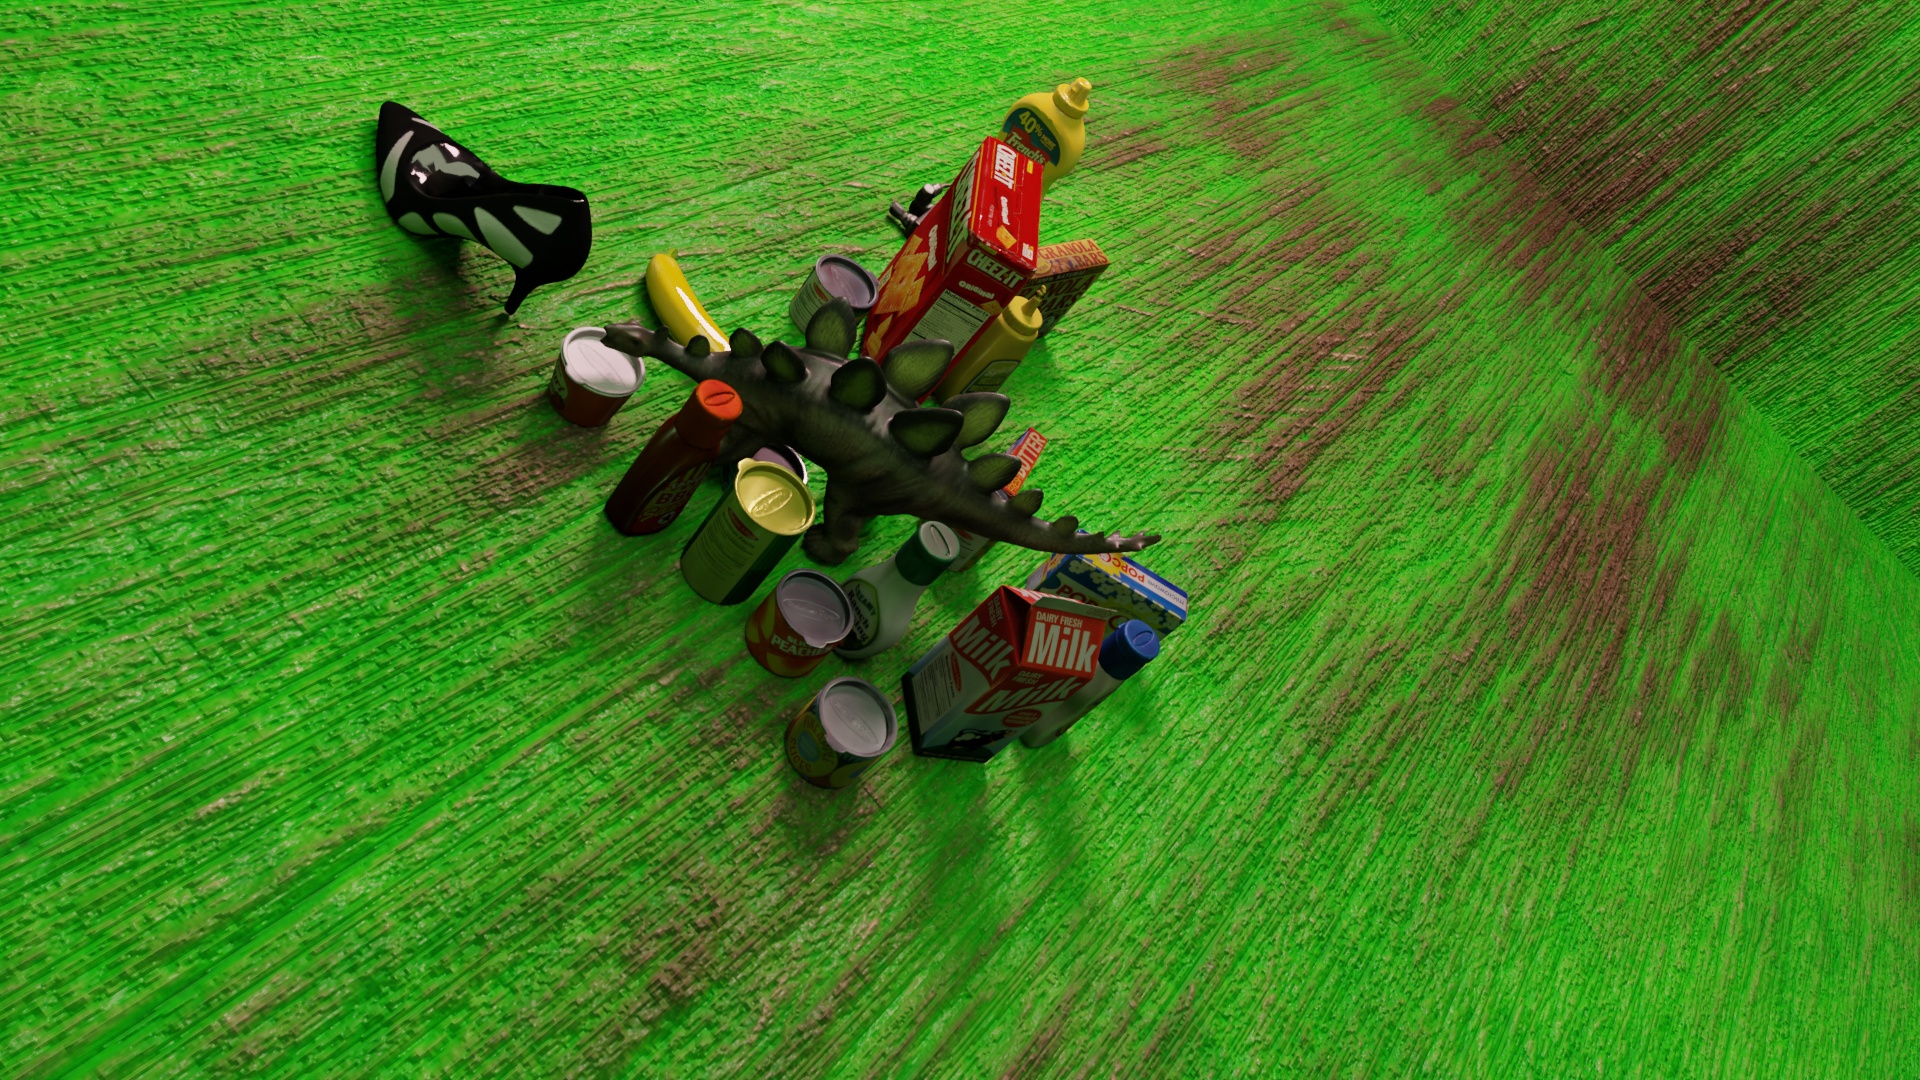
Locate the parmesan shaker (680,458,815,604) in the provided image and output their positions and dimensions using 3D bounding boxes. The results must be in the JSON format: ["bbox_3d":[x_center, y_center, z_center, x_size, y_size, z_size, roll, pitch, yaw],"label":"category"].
[{"bbox_3d":[-0.165,-0.006,1.061,0.071,0.102,0.072,22,46,-24],"label":"parmesan shaker"}]

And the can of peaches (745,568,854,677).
[{"bbox_3d":[-0.125,0.066,1.068,0.071,0.057,0.071,22,46,-24],"label":"can of peaches"}]

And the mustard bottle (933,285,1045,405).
[{"bbox_3d":[0.034,-0.187,1.328,0.065,0.159,0.049,-7,62,-42],"label":"mustard bottle"}]

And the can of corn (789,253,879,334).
[{"bbox_3d":[-0.118,-0.227,1.316,0.071,0.058,0.071,22,46,-24],"label":"can of corn"}]

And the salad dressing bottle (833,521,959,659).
[{"bbox_3d":[-0.054,0.039,1.080,0.044,0.147,0.064,-9,63,-43],"label":"salad dressing bottle"}]

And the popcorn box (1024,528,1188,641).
[{"bbox_3d":[0.132,0.053,1.265,0.126,0.084,0.038,31,43,-15],"label":"popcorn box"}]

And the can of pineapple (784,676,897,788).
[{"bbox_3d":[-0.091,0.144,1.031,0.071,0.057,0.071,22,46,-24],"label":"can of pineapple"}]

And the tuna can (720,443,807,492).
[{"bbox_3d":[-0.164,-0.055,1.156,0.071,0.032,0.071,22,46,-24],"label":"tuna can"}]

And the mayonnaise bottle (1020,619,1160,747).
[{"bbox_3d":[0.105,0.117,1.142,0.065,0.147,0.041,-24,74,-47],"label":"mayonnaise bottle"}]

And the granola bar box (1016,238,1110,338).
[{"bbox_3d":[0.062,-0.250,1.431,0.166,0.123,0.039,-22,72,-47],"label":"granola bar box"}]

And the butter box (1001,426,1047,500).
[{"bbox_3d":[0.045,-0.061,1.314,0.024,0.053,0.104,39,41,-6],"label":"butter box"}]

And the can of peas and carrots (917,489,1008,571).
[{"bbox_3d":[0.004,-0.016,1.239,0.071,0.058,0.071,22,46,-24],"label":"can of peas and carrots"}]

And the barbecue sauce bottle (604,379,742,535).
[{"bbox_3d":[-0.211,-0.062,1.035,0.065,0.147,0.044,-25,75,-47],"label":"barbecue sauce bottle"}]

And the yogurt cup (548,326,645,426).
[{"bbox_3d":[-0.290,-0.127,1.097,0.072,0.053,0.073,22,46,-24],"label":"yogurt cup"}]

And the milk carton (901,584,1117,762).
[{"bbox_3d":[0.037,0.096,1.072,0.072,0.189,0.074,12,50,-32],"label":"milk carton"}]
